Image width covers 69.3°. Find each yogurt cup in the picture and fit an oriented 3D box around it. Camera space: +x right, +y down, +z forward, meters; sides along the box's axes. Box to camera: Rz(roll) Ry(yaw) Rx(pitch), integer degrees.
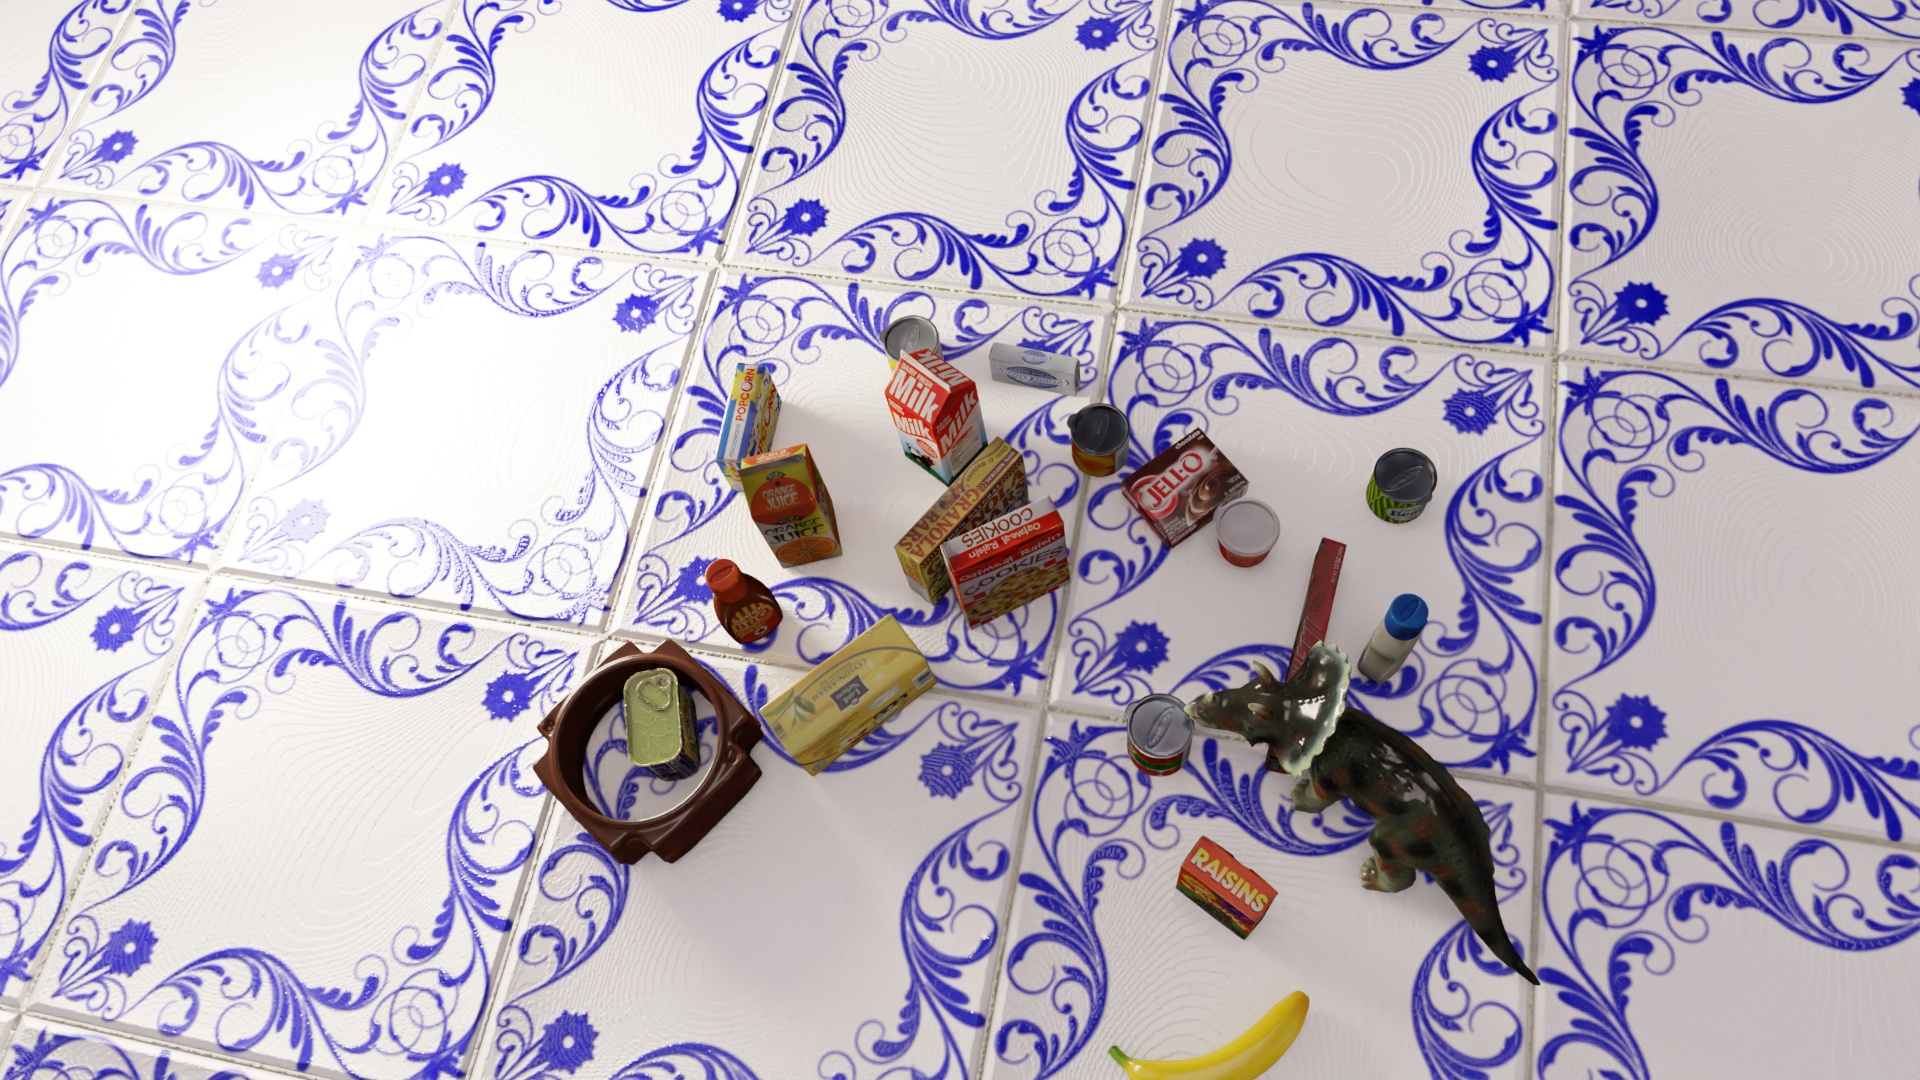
[{"bbox_3d":[0.308,-0.005,1.498,0.072,0.053,0.072,-2,66,6],"label":"yogurt cup"}]

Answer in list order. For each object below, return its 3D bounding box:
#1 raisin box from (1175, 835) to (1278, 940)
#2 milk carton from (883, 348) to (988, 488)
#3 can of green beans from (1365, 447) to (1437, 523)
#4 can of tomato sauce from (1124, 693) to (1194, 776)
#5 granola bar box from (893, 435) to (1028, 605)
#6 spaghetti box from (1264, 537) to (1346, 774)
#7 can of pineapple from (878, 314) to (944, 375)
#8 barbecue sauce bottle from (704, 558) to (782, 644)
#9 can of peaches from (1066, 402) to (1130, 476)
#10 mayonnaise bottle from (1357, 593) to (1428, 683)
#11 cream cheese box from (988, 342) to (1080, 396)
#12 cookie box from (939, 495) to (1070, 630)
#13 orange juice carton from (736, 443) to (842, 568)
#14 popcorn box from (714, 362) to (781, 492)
[{"bbox_3d":[0.251,0.331,1.319,0.086,0.123,0.040,36,75,19],"label":"raisin box"},{"bbox_3d":[-0.027,-0.141,1.521,0.072,0.190,0.073,38,76,20],"label":"milk carton"},{"bbox_3d":[0.475,-0.058,1.500,0.071,0.057,0.071,-2,66,6],"label":"can of green beans"},{"bbox_3d":[0.199,0.198,1.405,0.071,0.082,0.071,-2,67,6],"label":"can of tomato sauce"},{"bbox_3d":[0.005,-0.019,1.500,0.039,0.123,0.166,38,76,20],"label":"granola bar box"},{"bbox_3d":[0.358,0.119,1.440,0.029,0.050,0.251,14,69,12],"label":"spaghetti box"},{"bbox_3d":[-0.056,-0.223,1.632,0.071,0.057,0.071,-2,66,6],"label":"can of pineapple"},{"bbox_3d":[-0.235,0.062,1.478,0.065,0.148,0.044,-32,67,-7],"label":"barbecue sauce bottle"},{"bbox_3d":[0.155,-0.113,1.560,0.071,0.058,0.071,-2,66,6],"label":"can of peaches"},{"bbox_3d":[0.435,0.094,1.388,0.041,0.147,0.065,37,76,19],"label":"mayonnaise bottle"},{"bbox_3d":[0.087,-0.198,1.608,0.104,0.053,0.024,13,69,12],"label":"cream cheese box"},{"bbox_3d":[0.050,0.027,1.451,0.123,0.167,0.040,-25,66,-4],"label":"cookie box"},{"bbox_3d":[-0.184,-0.043,1.494,0.072,0.192,0.073,-13,66,1],"label":"orange juice carton"},{"bbox_3d":[-0.243,-0.128,1.597,0.038,0.085,0.127,5,67,9],"label":"popcorn box"}]
